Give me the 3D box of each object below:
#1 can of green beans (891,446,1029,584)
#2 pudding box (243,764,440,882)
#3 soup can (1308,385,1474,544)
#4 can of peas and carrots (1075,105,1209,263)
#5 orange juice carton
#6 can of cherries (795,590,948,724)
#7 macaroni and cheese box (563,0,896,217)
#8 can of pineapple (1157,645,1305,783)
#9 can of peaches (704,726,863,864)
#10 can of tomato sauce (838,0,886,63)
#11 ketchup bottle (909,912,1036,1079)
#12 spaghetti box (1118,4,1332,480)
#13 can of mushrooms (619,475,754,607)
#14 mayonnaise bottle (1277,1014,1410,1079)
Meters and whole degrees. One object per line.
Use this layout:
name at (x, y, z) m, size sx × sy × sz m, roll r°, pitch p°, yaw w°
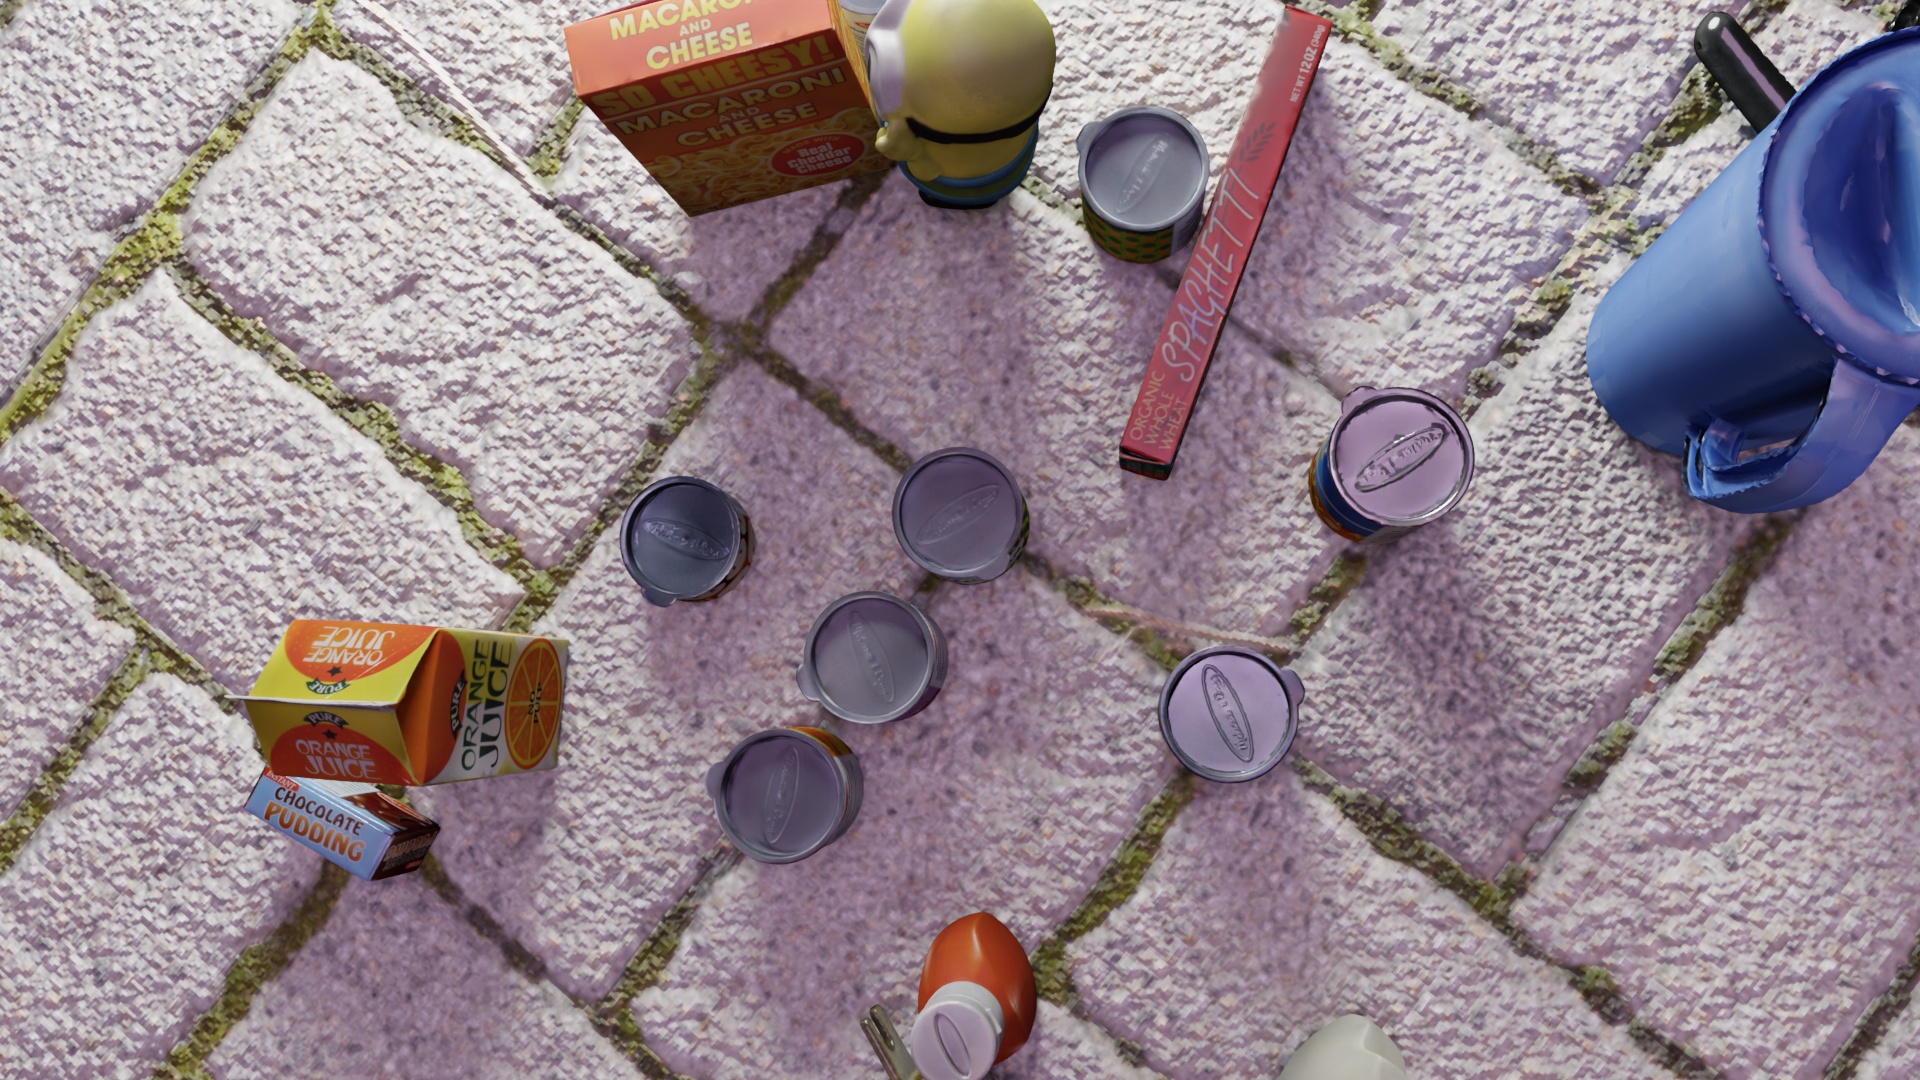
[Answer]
can of green beans at (0.002, -0.011, 0.718) m, size 0.071 × 0.058 × 0.071 m, roll -1°, pitch 83°, yaw 7°
pudding box at (-0.329, 0.148, 0.741) m, size 0.084 × 0.049 × 0.030 m, roll 26°, pitch 87°, yaw 9°
soup can at (0.208, -0.037, 0.684) m, size 0.071 × 0.083 × 0.071 m, roll -1°, pitch 84°, yaw 7°
can of peas and carrots at (0.093, -0.186, 0.727) m, size 0.071 × 0.058 × 0.071 m, roll -1°, pitch 83°, yaw 7°
orange juice carton at (-0.263, 0.077, 0.670) m, size 0.072 × 0.192 × 0.073 m, roll 4°, pitch 84°, yaw 7°
can of cherries at (-0.044, 0.061, 0.714) m, size 0.071 × 0.058 × 0.071 m, roll -1°, pitch 83°, yaw 7°
macaroni and cheese box at (-0.108, -0.222, 0.701) m, size 0.124 × 0.166 × 0.040 m, roll -13°, pitch 83°, yaw 5°
can of pineapple at (0.133, 0.086, 0.691) m, size 0.071 × 0.058 × 0.071 m, roll -1°, pitch 83°, yaw 7°
can of peaches at (-0.089, 0.128, 0.712) m, size 0.071 × 0.058 × 0.071 m, roll -1°, pitch 83°, yaw 7°
can of tomato sauce at (-0.037, -0.295, 0.743) m, size 0.071 × 0.083 × 0.071 m, roll -1°, pitch 84°, yaw 7°
ketchup bottle at (0.006, 0.215, 0.644) m, size 0.043 × 0.148 × 0.065 m, roll -27°, pitch 81°, yaw 3°
spaghetti box at (0.136, -0.151, 0.723) m, size 0.029 × 0.050 × 0.250 m, roll 20°, pitch 86°, yaw 9°
can of mushrooms at (-0.147, 0.002, 0.746) m, size 0.071 × 0.033 × 0.071 m, roll -1°, pitch 83°, yaw 7°
mayonnaise bottle at (0.177, 0.256, 0.620) m, size 0.065 × 0.148 × 0.041 m, roll -44°, pitch 81°, yaw 1°
